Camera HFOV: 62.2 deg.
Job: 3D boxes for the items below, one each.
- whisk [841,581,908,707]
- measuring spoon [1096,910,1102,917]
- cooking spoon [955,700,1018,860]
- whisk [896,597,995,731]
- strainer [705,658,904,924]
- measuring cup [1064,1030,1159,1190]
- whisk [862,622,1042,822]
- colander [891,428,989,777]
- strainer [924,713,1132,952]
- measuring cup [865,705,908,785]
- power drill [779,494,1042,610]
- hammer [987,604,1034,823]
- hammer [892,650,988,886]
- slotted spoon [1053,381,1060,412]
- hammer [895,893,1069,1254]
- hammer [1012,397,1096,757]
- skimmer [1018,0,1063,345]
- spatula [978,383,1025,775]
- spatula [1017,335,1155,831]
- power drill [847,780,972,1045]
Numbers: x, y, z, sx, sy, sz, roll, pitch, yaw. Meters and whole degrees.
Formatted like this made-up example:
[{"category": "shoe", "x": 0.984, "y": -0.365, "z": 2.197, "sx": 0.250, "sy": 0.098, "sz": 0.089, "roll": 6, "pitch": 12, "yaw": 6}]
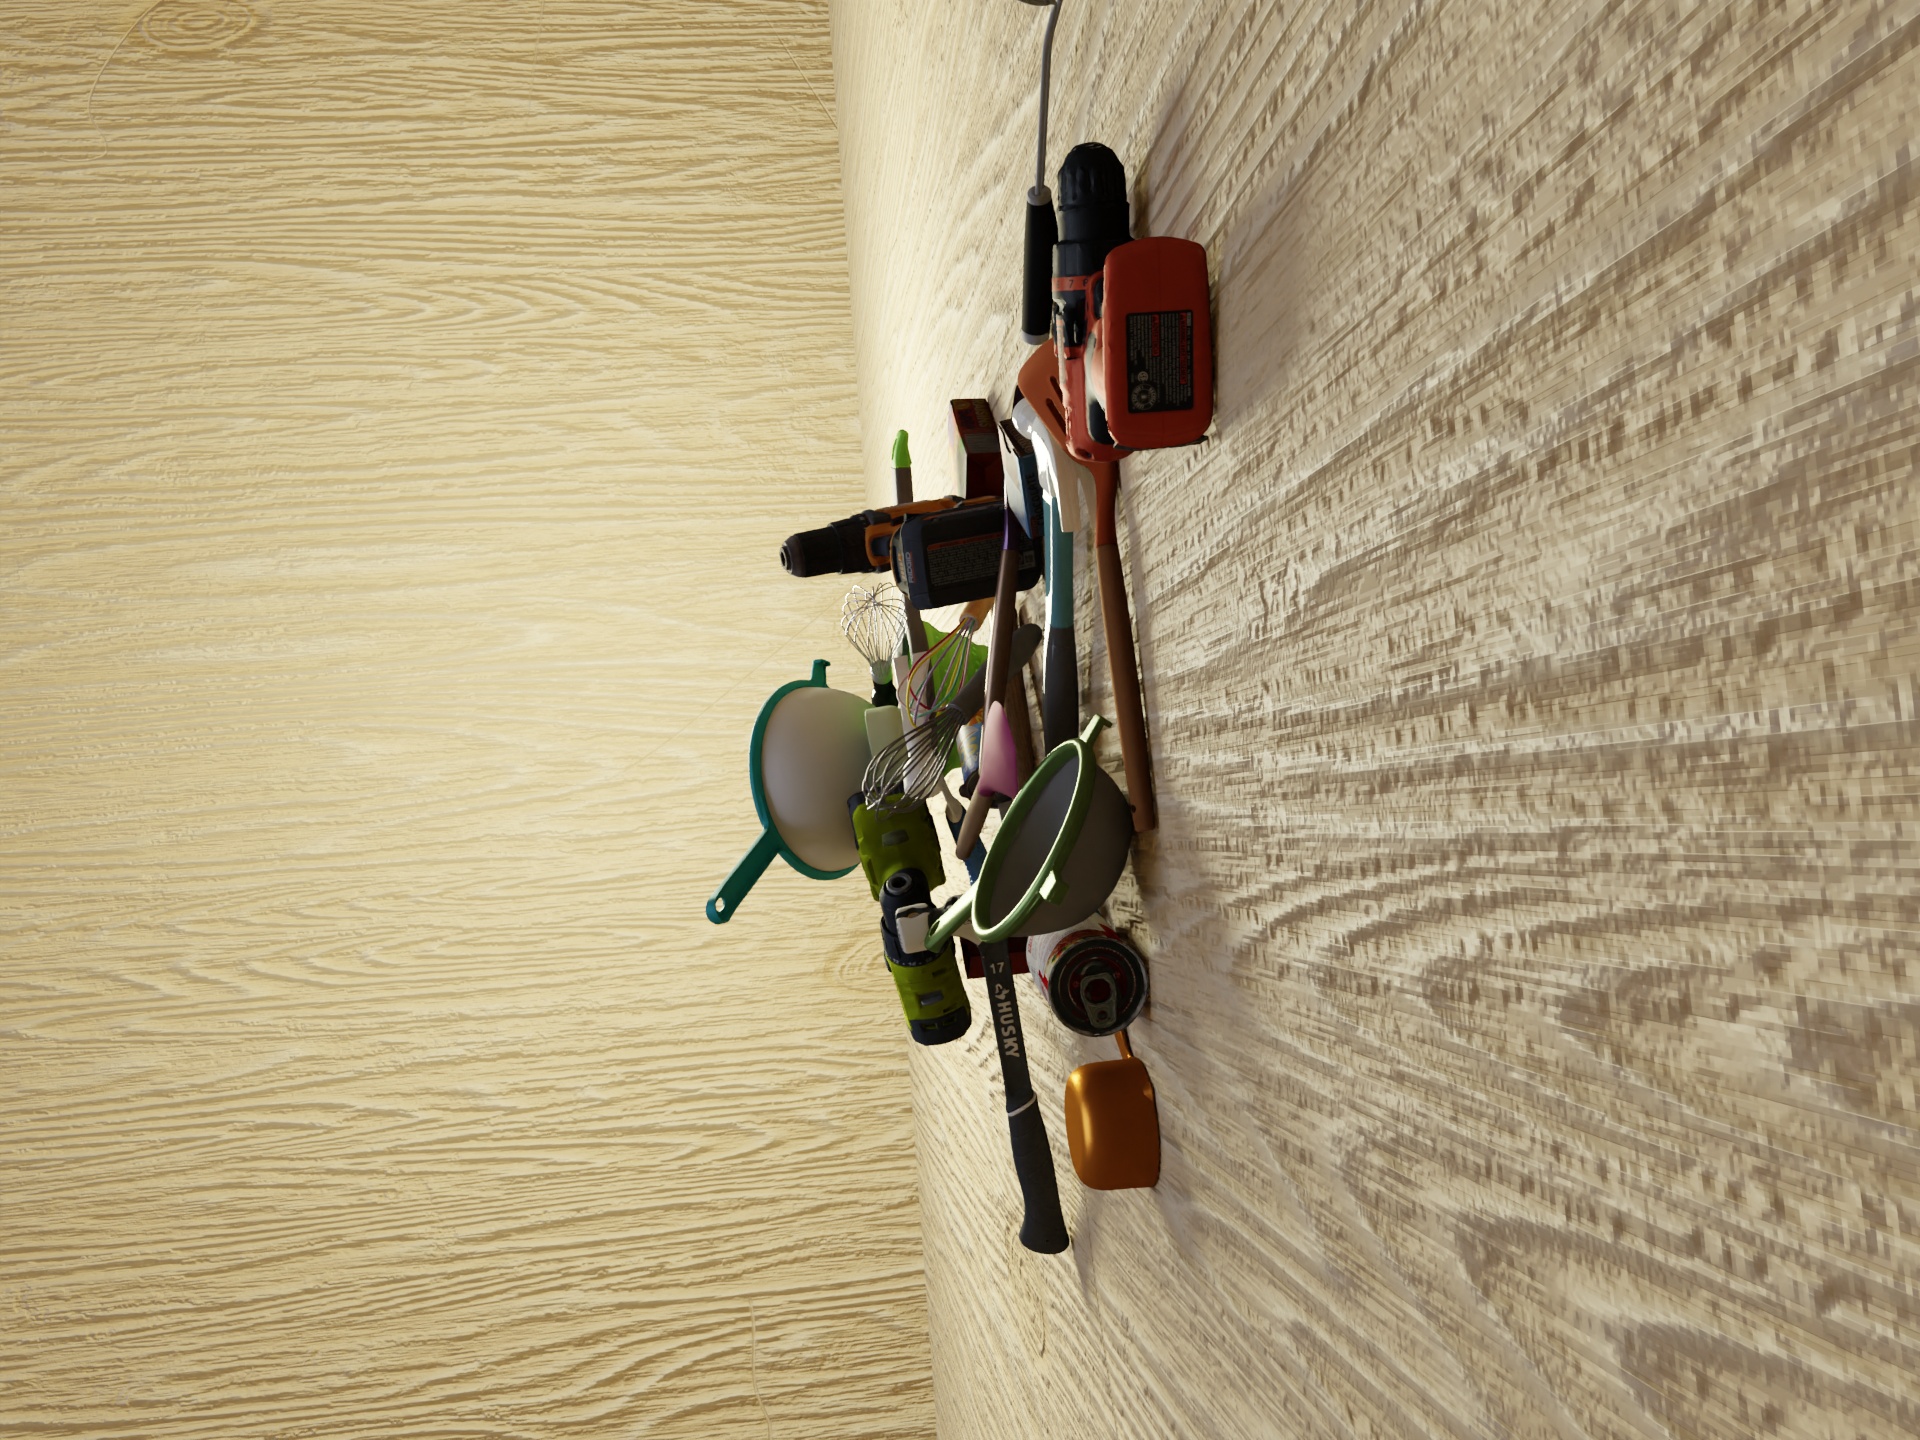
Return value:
[{"category": "whisk", "x": -0.082, "y": -0.061, "z": 1.602, "sx": 0.284, "sy": 0.070, "sz": 0.070, "roll": 90, "pitch": 173, "yaw": -68}, {"category": "measuring spoon", "x": 0.097, "y": 0.124, "z": 1.216, "sx": 0.129, "sy": 0.021, "sz": 0.042, "roll": -123, "pitch": 13, "yaw": -57}, {"category": "cooking spoon", "x": 0.017, "y": 0.062, "z": 1.258, "sx": 0.318, "sy": 0.017, "sz": 0.069, "roll": 105, "pitch": 151, "yaw": -69}, {"category": "whisk", "x": 0.001, "y": -0.077, "z": 1.400, "sx": 0.051, "sy": 0.047, "sz": 0.245, "roll": -34, "pitch": 19, "yaw": 41}, {"category": "strainer", "x": -0.139, "y": 0.088, "z": 1.584, "sx": 0.210, "sy": 0.095, "sz": 0.340, "roll": 64, "pitch": -147, "yaw": -22}, {"category": "measuring cup", "x": 0.095, "y": 0.247, "z": 1.121, "sx": 0.095, "sy": 0.052, "sz": 0.174, "roll": 94, "pitch": 167, "yaw": -49}, {"category": "whisk", "x": -0.001, "y": -0.003, "z": 1.297, "sx": 0.239, "sy": 0.055, "sz": 0.055, "roll": -48, "pitch": -22, "yaw": -32}, {"category": "colander", "x": -0.014, "y": -0.100, "z": 1.633, "sx": 0.205, "sy": 0.094, "sz": 0.397, "roll": -119, "pitch": 25, "yaw": -74}, {"category": "strainer", "x": 0.051, "y": 0.118, "z": 1.112, "sx": 0.256, "sy": 0.069, "sz": 0.152, "roll": -50, "pitch": 17, "yaw": 51}, {"category": "measuring cup", "x": -0.056, "y": 0.061, "z": 1.581, "sx": 0.083, "sy": 0.038, "sz": 0.167, "roll": -98, "pitch": -8, "yaw": -62}, {"category": "power drill", "x": -0.047, "y": -0.151, "z": 1.400, "sx": 0.226, "sy": 0.185, "sz": 0.084, "roll": -152, "pitch": 52, "yaw": -66}, {"category": "hammer", "x": 0.049, "y": 0.023, "z": 1.370, "sx": 0.129, "sy": 0.031, "sz": 0.332, "roll": 73, "pitch": -171, "yaw": -50}, {"category": "hammer", "x": -0.008, "y": 0.077, "z": 1.547, "sx": 0.405, "sy": 0.035, "sz": 0.144, "roll": 69, "pitch": -168, "yaw": -63}, {"category": "slotted spoon", "x": 0.072, "y": -0.252, "z": 1.134, "sx": 0.313, "sy": 0.031, "sz": 0.070, "roll": 103, "pitch": 151, "yaw": -74}, {"category": "hammer", "x": 0.053, "y": 0.303, "z": 1.330, "sx": 0.036, "sy": 0.149, "sz": 0.408, "roll": -104, "pitch": 3, "yaw": -58}, {"category": "hammer", "x": 0.073, "y": -0.062, "z": 1.172, "sx": 0.128, "sy": 0.033, "sz": 0.330, "roll": -120, "pitch": 24, "yaw": -60}, {"category": "skimmer", "x": 0.031, "y": -0.429, "z": 1.109, "sx": 0.363, "sy": 0.090, "sz": 0.127, "roll": 90, "pitch": -155, "yaw": -47}, {"category": "spatula", "x": 0.039, "y": -0.111, "z": 1.285, "sx": 0.059, "sy": 0.018, "sz": 0.316, "roll": 9, "pitch": -93, "yaw": -66}, {"category": "spatula", "x": 0.089, "y": -0.088, "z": 1.024, "sx": 0.081, "sy": 0.041, "sz": 0.323, "roll": -26, "pitch": 69, "yaw": 62}, {"category": "power drill", "x": -0.049, "y": 0.161, "z": 1.475, "sx": 0.229, "sy": 0.080, "sz": 0.190, "roll": -106, "pitch": 2, "yaw": -51}]
